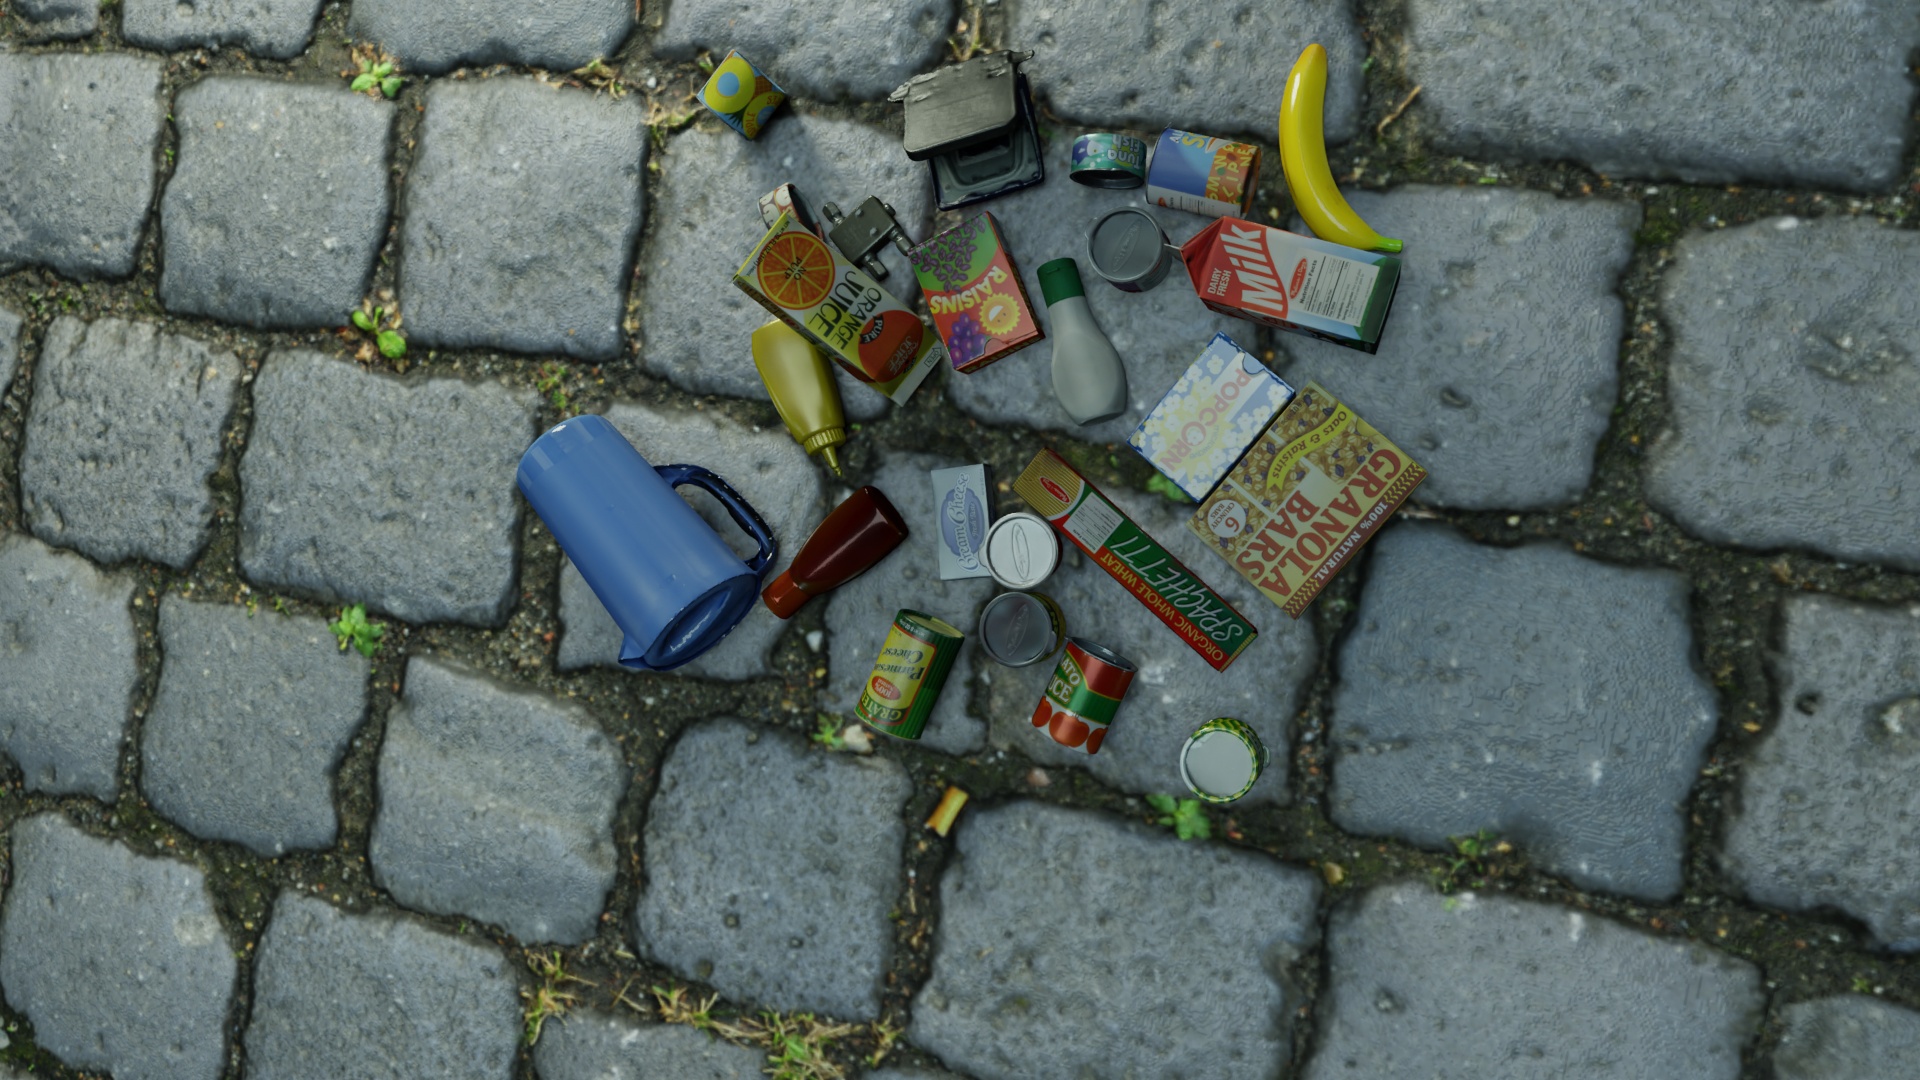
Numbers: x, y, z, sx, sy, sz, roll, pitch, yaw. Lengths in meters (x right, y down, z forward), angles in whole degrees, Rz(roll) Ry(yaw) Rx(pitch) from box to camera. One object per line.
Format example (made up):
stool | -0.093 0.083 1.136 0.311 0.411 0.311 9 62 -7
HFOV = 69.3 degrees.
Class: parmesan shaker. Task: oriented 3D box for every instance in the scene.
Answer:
parmesan shaker | -0.048 0.120 1.268 0.071 0.071 0.103 25 96 16

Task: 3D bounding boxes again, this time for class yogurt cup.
yogurt cup | 0.059 0.010 1.242 0.072 0.054 0.072 0 89 17

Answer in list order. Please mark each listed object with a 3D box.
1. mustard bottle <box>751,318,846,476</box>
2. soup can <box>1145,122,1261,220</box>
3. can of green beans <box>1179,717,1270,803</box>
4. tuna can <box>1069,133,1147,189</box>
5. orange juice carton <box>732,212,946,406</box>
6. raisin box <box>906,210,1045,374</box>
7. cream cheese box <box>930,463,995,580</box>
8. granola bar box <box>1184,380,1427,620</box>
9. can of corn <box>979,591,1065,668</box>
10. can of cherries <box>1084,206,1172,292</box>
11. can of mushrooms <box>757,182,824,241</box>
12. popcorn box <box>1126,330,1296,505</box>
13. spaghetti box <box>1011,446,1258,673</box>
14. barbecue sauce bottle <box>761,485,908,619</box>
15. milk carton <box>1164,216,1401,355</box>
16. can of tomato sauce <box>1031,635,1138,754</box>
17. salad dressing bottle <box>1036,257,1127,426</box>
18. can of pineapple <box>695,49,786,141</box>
mustard bottle | -0.144 -0.132 1.310 0.065 0.049 0.160 -23 83 10
soup can | 0.210 -0.317 1.195 0.084 0.071 0.071 17 94 16
can of green beans | 0.224 0.187 1.186 0.071 0.058 0.071 0 89 17
tuna can | 0.131 -0.332 1.218 0.071 0.071 0.033 6 91 17
orange juice carton | -0.107 -0.206 1.260 0.192 0.073 0.072 37 86 -14
raisin box | 0.015 -0.225 1.268 0.086 0.040 0.123 -23 83 15
cream cheese box | 0.005 -0.016 1.275 0.053 0.024 0.104 -7 87 18
granola bar box | 0.292 -0.034 1.179 0.124 0.039 0.165 42 101 13
can of corn | 0.059 0.079 1.239 0.071 0.058 0.071 0 89 17
can of cherries | 0.147 -0.256 1.218 0.071 0.058 0.071 0 90 18
can of mushrooms | -0.159 -0.300 1.307 0.033 0.071 0.071 -26 82 14
popcorn box | 0.217 -0.105 1.204 0.085 0.038 0.126 42 101 15
spaghetti box | 0.153 0.016 1.226 0.250 0.029 0.050 42 101 14
barbecue sauce bottle | -0.122 0.016 1.304 0.148 0.044 0.065 -39 78 13
milk carton | 0.267 -0.220 1.173 0.191 0.072 0.073 18 95 16
can of tomato sauce | 0.107 0.135 1.218 0.071 0.071 0.083 26 98 16
salad dressing bottle | 0.105 -0.177 1.238 0.064 0.044 0.147 -18 83 18
can of pineapple | -0.208 -0.424 1.326 0.071 0.071 0.057 44 101 13
